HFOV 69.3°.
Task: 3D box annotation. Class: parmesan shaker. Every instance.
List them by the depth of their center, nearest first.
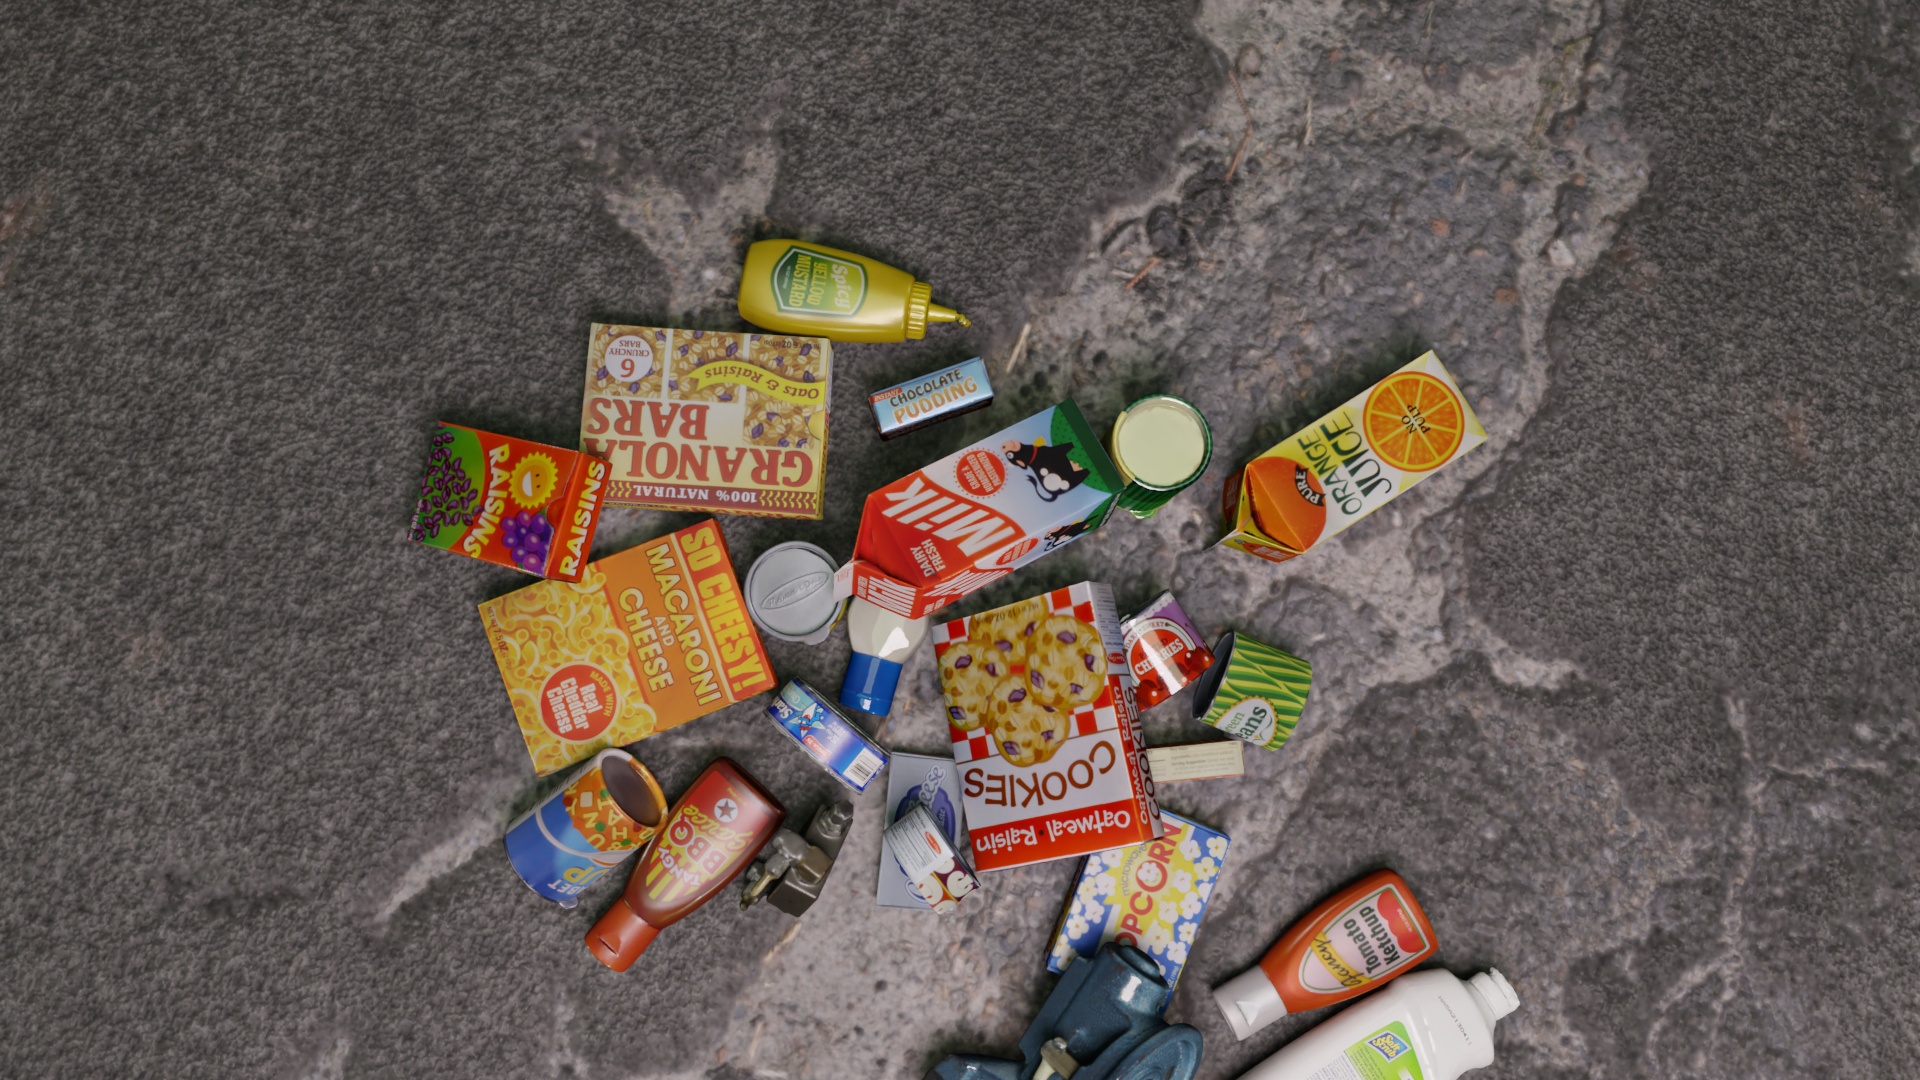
[{"bbox_3d":[0.128,-0.055,0.932,0.071,0.103,0.071,0,85,-2],"label":"parmesan shaker"}]

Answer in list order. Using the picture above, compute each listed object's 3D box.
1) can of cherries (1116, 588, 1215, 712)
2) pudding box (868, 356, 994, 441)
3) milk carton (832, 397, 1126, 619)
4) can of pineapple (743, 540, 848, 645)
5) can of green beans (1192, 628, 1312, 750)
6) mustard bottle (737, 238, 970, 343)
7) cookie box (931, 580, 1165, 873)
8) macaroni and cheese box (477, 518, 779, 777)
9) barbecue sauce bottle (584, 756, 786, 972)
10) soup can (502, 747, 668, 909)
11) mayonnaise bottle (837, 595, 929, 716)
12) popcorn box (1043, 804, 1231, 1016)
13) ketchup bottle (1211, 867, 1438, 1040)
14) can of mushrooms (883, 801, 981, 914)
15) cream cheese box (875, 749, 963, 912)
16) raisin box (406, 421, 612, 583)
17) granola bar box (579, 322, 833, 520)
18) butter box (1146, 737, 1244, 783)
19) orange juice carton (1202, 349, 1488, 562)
[{"bbox_3d":[0.129,0.075,0.935,0.071,0.071,0.058,-34,87,-4],"label":"can of cherries"},{"bbox_3d":[-0.020,-0.097,0.958,0.084,0.049,0.030,-19,87,-4],"label":"pudding box"},{"bbox_3d":[0.003,-0.011,0.894,0.191,0.072,0.073,-26,75,-13],"label":"milk carton"},{"bbox_3d":[-0.109,0.037,0.938,0.071,0.058,0.071,0,85,-1],"label":"can of pineapple"},{"bbox_3d":[0.196,0.101,0.937,0.058,0.071,0.071,23,84,0],"label":"can of green beans"},{"bbox_3d":[-0.071,-0.168,0.964,0.160,0.049,0.065,9,84,-1],"label":"mustard bottle"},{"bbox_3d":[0.055,0.123,0.906,0.122,0.040,0.167,-18,76,29],"label":"cookie box"},{"bbox_3d":[-0.222,0.071,0.940,0.166,0.040,0.124,-21,85,-3],"label":"macaroni and cheese box"},{"bbox_3d":[-0.186,0.218,0.924,0.065,0.043,0.148,41,85,6],"label":"barbecue sauce bottle"},{"bbox_3d":[-0.241,0.187,0.904,0.083,0.071,0.071,-37,87,12],"label":"soup can"},{"bbox_3d":[-0.047,0.044,0.948,0.065,0.041,0.148,16,85,2],"label":"mayonnaise bottle"},{"bbox_3d":[0.118,0.240,0.934,0.085,0.038,0.127,22,84,0],"label":"popcorn box"},{"bbox_3d":[0.241,0.282,0.931,0.149,0.043,0.065,-29,84,-4],"label":"ketchup bottle"},{"bbox_3d":[-0.018,0.206,0.895,0.033,0.071,0.071,-36,87,-5],"label":"can of mushrooms"},{"bbox_3d":[-0.026,0.197,0.941,0.053,0.024,0.104,6,84,-1],"label":"cream cheese box"},{"bbox_3d":[-0.300,-0.026,0.924,0.123,0.040,0.086,13,85,23],"label":"raisin box"},{"bbox_3d":[-0.175,-0.081,0.957,0.166,0.039,0.124,3,84,-1],"label":"granola bar box"},{"bbox_3d":[0.136,0.150,0.936,0.103,0.053,0.024,-5,84,-3],"label":"butter box"},{"bbox_3d":[0.252,-0.045,0.951,0.193,0.071,0.073,-31,86,-5],"label":"orange juice carton"}]
